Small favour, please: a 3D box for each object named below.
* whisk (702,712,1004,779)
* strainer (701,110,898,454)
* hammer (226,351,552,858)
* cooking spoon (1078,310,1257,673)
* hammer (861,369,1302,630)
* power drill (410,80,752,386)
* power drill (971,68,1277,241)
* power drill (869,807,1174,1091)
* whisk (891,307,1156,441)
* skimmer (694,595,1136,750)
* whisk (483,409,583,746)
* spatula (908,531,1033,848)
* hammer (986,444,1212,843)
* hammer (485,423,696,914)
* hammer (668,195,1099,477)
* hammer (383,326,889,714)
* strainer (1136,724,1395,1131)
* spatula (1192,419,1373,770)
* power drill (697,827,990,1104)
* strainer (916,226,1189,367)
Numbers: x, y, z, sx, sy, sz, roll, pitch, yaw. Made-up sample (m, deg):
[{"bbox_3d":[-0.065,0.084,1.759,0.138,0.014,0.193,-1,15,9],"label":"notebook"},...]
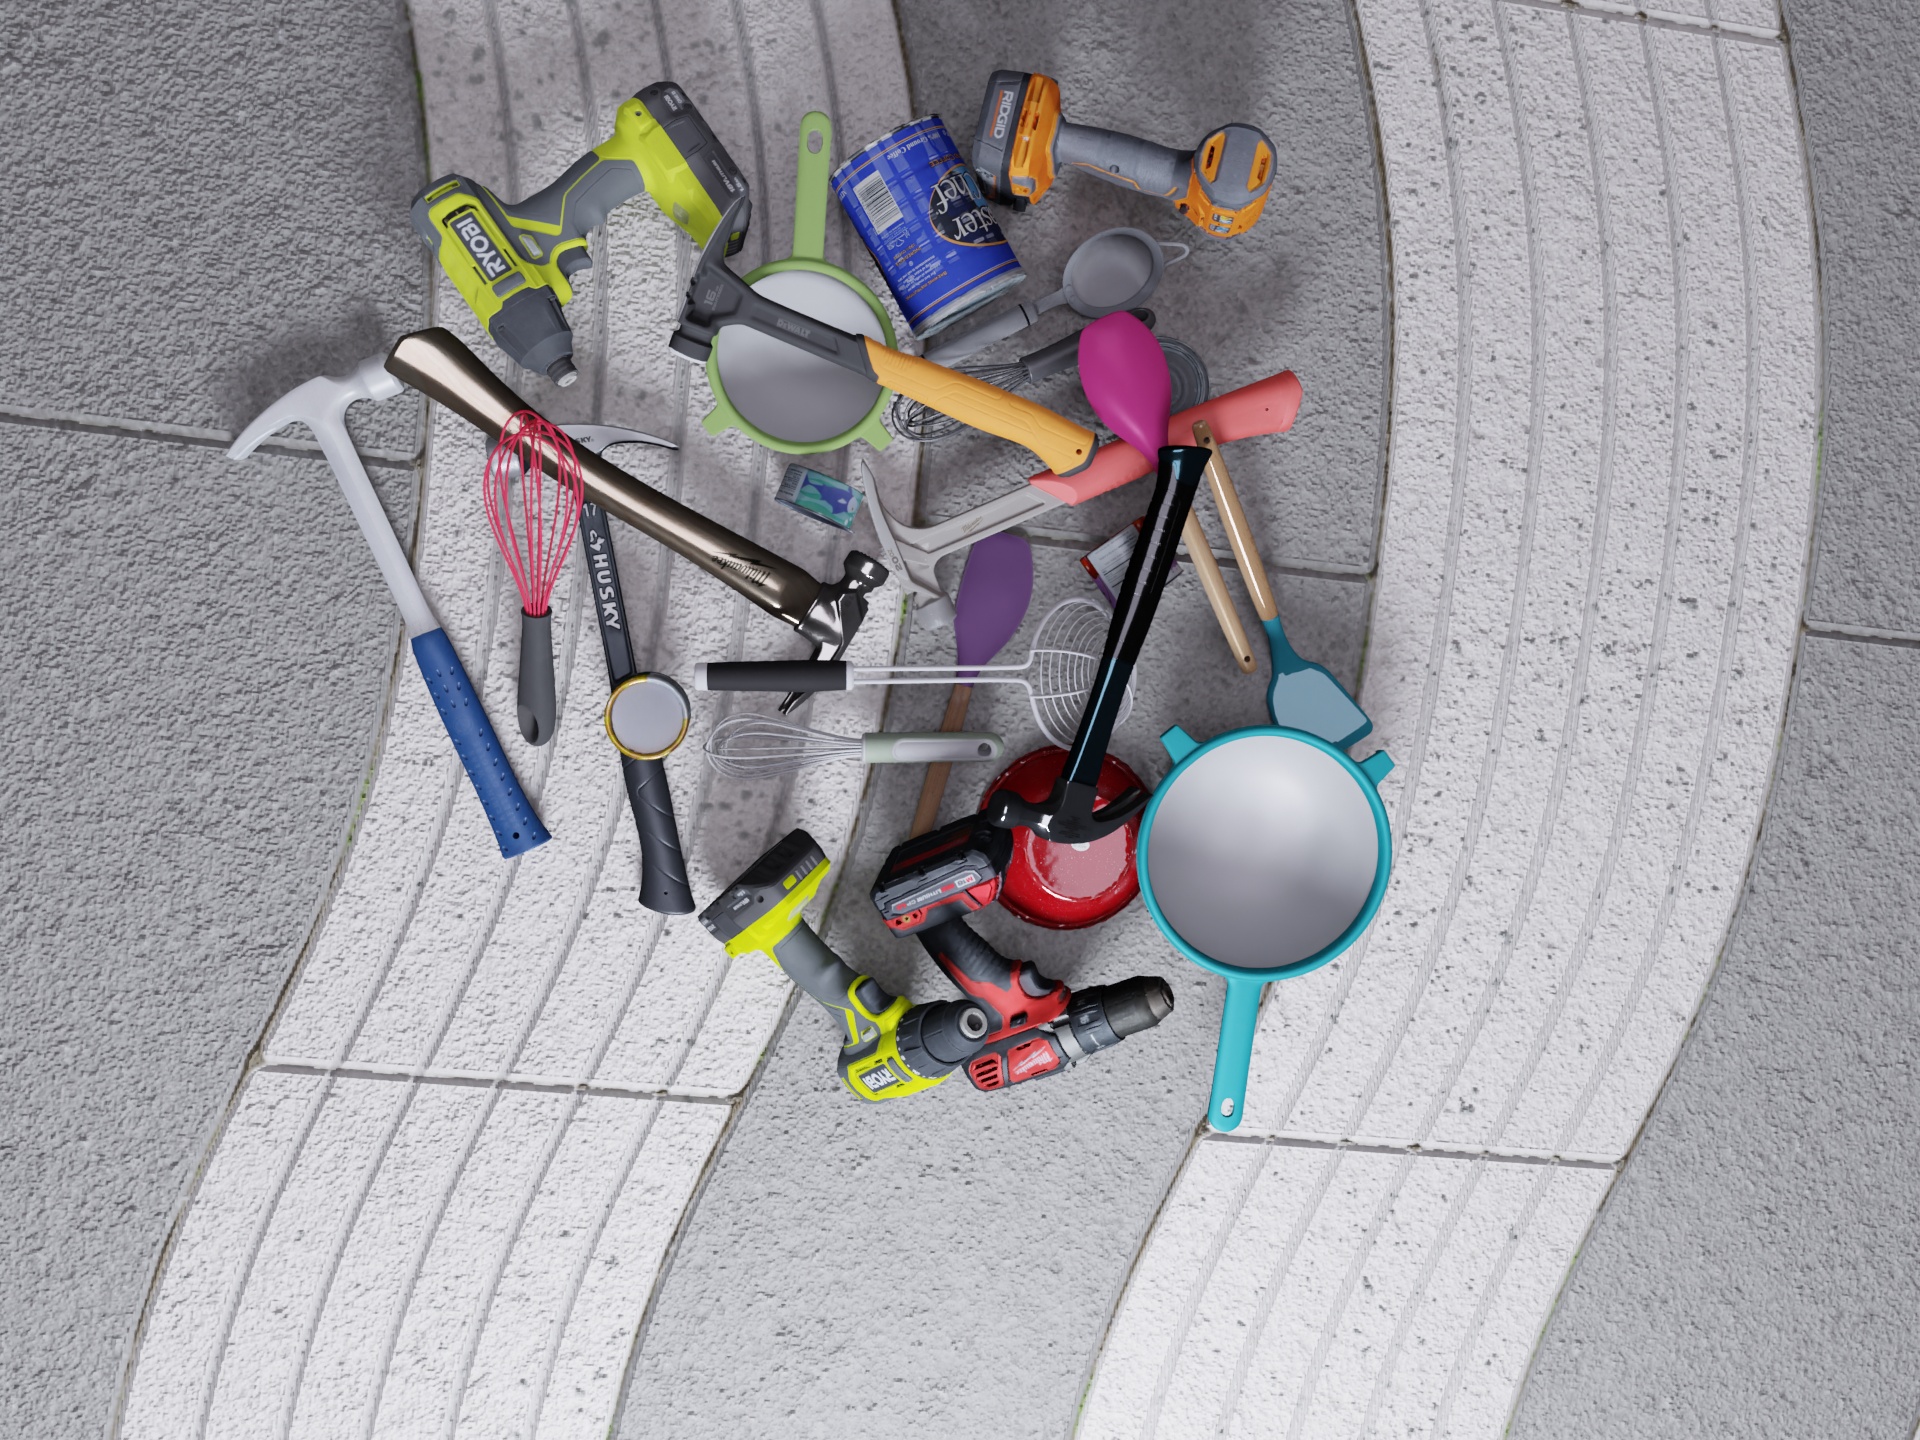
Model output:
[{"bbox_3d":[-0.087,0.022,1.302,0.246,0.059,0.057,0,106,-4],"label":"whisk"},{"bbox_3d":[-0.120,-0.342,1.251,0.151,0.069,0.256,4,107,-4],"label":"strainer"},{"bbox_3d":[-0.437,-0.077,1.269,0.144,0.035,0.405,-24,97,-4],"label":"hammer"},{"bbox_3d":[0.176,-0.176,1.277,0.069,0.017,0.318,-26,110,1],"label":"cooking spoon"},{"bbox_3d":[0.103,-0.209,1.289,0.359,0.037,0.149,-23,105,1],"label":"hammer"},{"bbox_3d":[-0.278,-0.371,1.215,0.223,0.080,0.171,-35,90,-14],"label":"power drill"},{"bbox_3d":[0.131,-0.434,1.257,0.226,0.164,0.084,14,93,5],"label":"power drill"},{"bbox_3d":[0.050,0.187,1.291,0.188,0.080,0.226,-24,107,20],"label":"power drill"},{"bbox_3d":[0.053,-0.289,1.305,0.239,0.055,0.055,-24,97,-9],"label":"whisk"},{"bbox_3d":[-0.030,-0.037,1.292,0.363,0.090,0.127,-1,92,-6],"label":"skimmer"},{"bbox_3d":[-0.324,-0.101,1.215,0.073,0.073,0.295,5,125,-7],"label":"whisk"},{"bbox_3d":[-0.002,-0.004,1.333,0.059,0.018,0.316,17,92,-3],"label":"spatula"},{"bbox_3d":[0.127,-0.061,1.249,0.128,0.033,0.331,17,93,-28],"label":"hammer"},{"bbox_3d":[-0.269,-0.040,1.293,0.149,0.036,0.409,-11,96,-7],"label":"hammer"},{"bbox_3d":[-0.046,-0.277,1.222,0.336,0.034,0.127,22,107,-10],"label":"hammer"},{"bbox_3d":[-0.260,-0.163,1.242,0.410,0.038,0.146,32,86,-18],"label":"hammer"},{"bbox_3d":[0.237,0.168,1.338,0.211,0.095,0.340,7,96,-5],"label":"strainer"},{"bbox_3d":[0.254,-0.105,1.317,0.082,0.044,0.317,-27,117,0],"label":"spatula"},{"bbox_3d":[-0.087,0.200,1.263,0.228,0.190,0.080,48,54,-3],"label":"power drill"},{"bbox_3d":[0.062,-0.340,1.302,0.258,0.050,0.086,-27,141,1],"label":"strainer"}]
